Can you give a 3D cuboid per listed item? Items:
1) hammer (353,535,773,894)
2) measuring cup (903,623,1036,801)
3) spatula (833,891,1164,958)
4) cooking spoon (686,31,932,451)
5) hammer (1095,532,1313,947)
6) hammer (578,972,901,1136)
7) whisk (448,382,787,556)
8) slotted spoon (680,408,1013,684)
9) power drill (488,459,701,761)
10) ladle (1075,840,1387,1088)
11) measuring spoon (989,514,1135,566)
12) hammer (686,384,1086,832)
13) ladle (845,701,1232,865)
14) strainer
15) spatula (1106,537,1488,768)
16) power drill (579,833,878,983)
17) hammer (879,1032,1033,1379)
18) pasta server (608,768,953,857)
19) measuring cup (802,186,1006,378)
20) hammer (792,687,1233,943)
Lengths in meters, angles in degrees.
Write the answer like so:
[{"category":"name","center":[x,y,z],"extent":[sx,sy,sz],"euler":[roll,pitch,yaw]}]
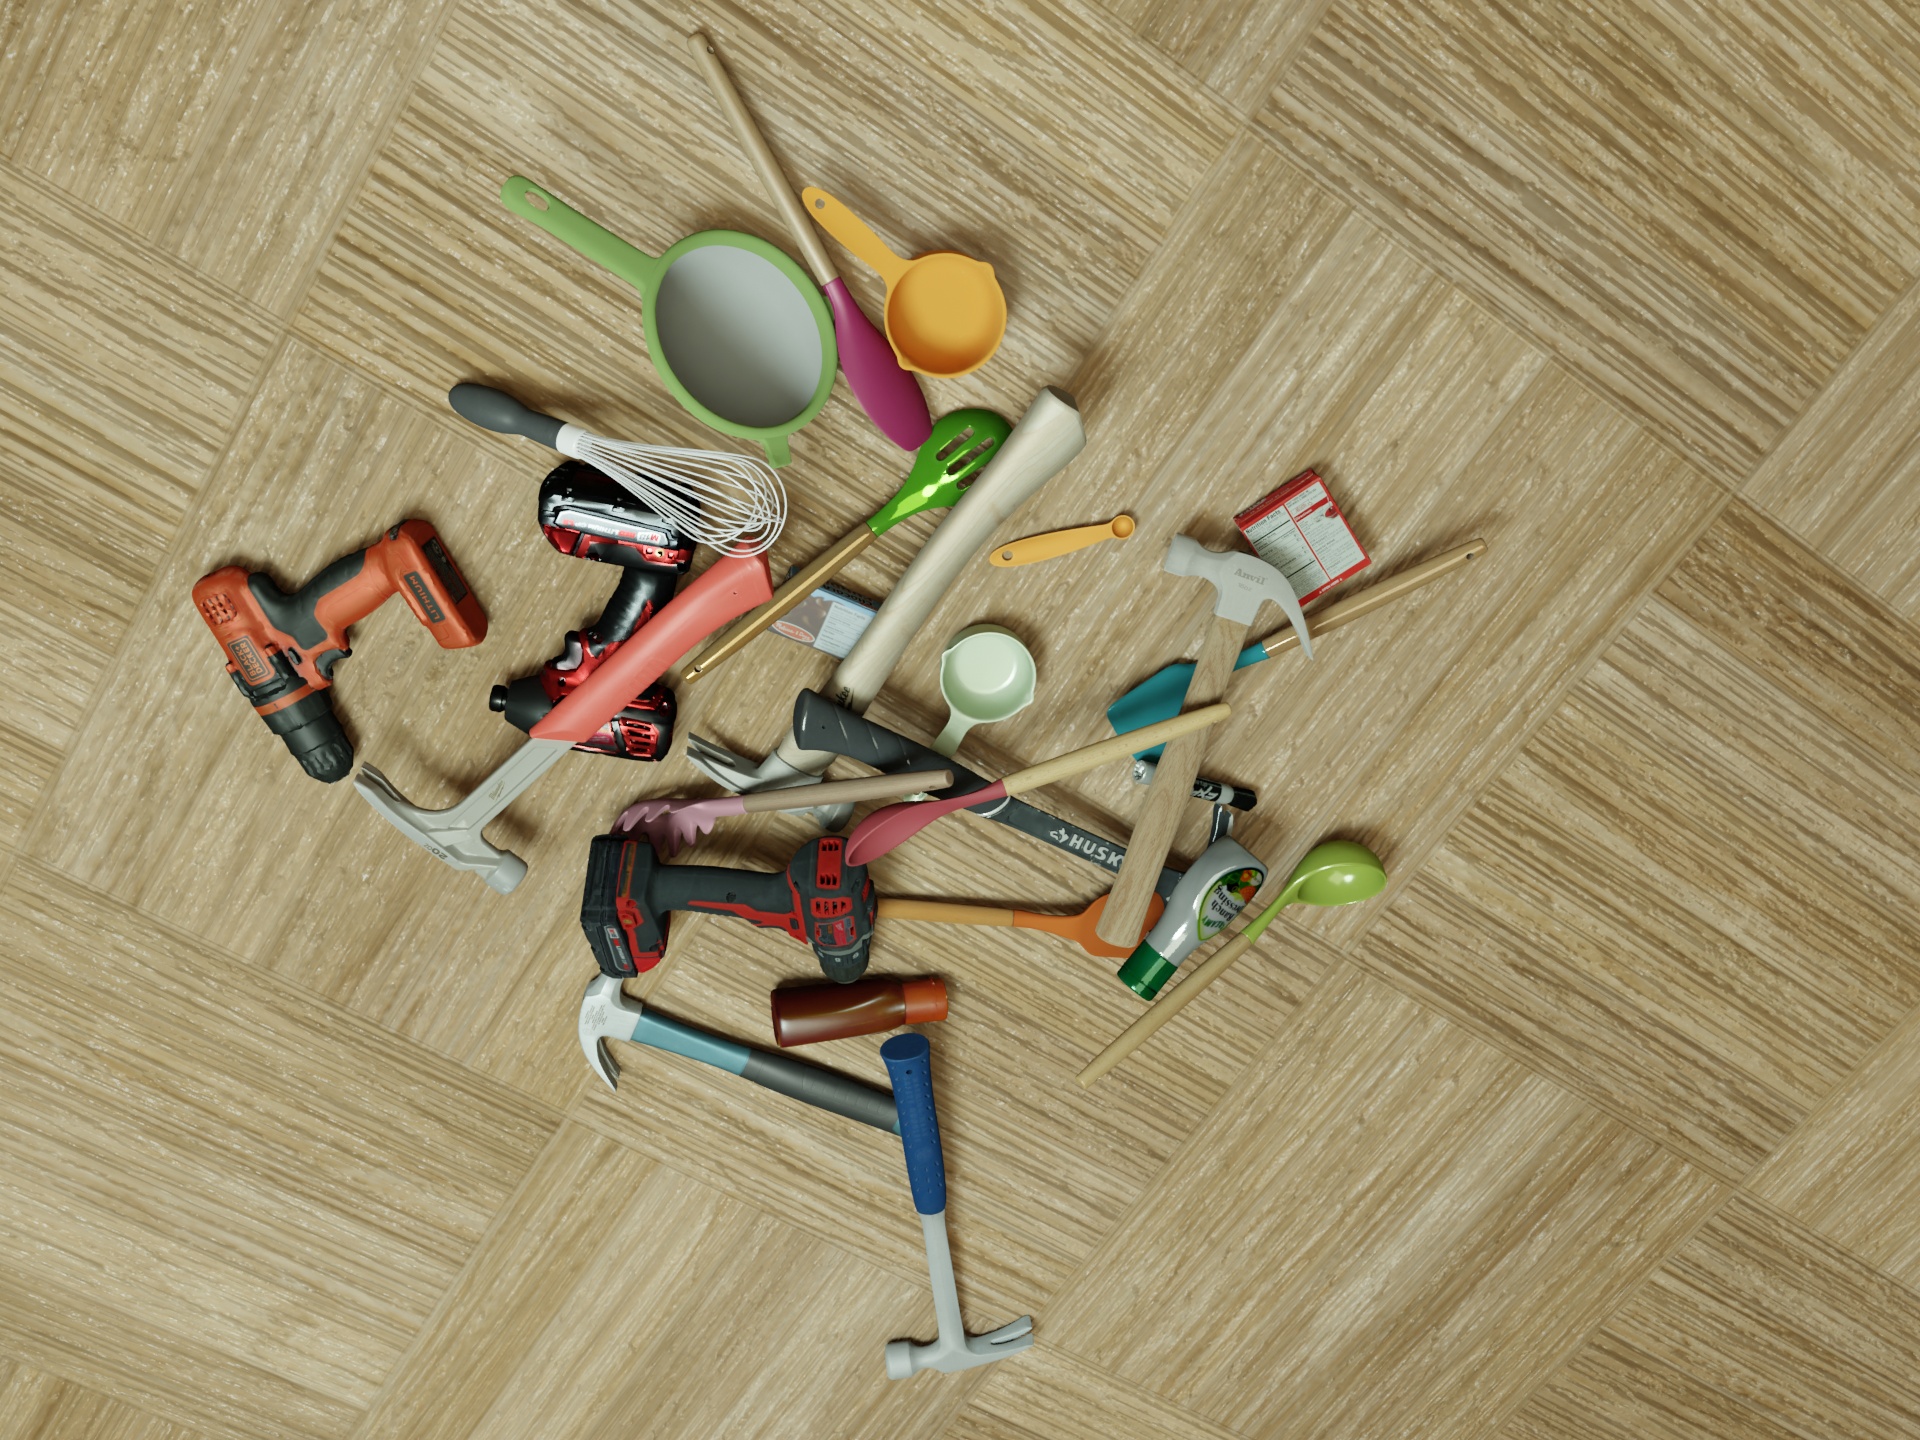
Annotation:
[{"category":"hammer","center":[-0.281,-0.017,1.181],"extent":[0.359,0.037,0.149],"euler":[-40,115,17]},{"category":"measuring cup","center":[-0.002,-0.004,1.280],"extent":[0.083,0.038,0.167],"euler":[27,110,-14]},{"category":"spatula","center":[0.020,0.163,1.359],"extent":[0.322,0.041,0.081],"euler":[5,110,-2]},{"category":"cooking spoon","center":[-0.105,-0.336,1.130],"extent":[0.017,0.069,0.318],"euler":[-16,112,42]},{"category":"hammer","center":[0.178,0.028,1.252],"extent":[0.130,0.031,0.331],"euler":[18,105,2]},{"category":"hammer","center":[-0.176,0.303,1.395],"extent":[0.331,0.033,0.128],"euler":[23,108,-13]},{"category":"whisk","center":[-0.247,-0.189,1.128],"extent":[0.285,0.070,0.070],"euler":[23,111,16]},{"category":"slotted spoon","center":[-0.086,-0.127,1.202],"extent":[0.314,0.031,0.070],"euler":[-38,99,3]},{"category":"power drill","center":[-0.278,-0.077,1.210],"extent":[0.143,0.079,0.219],"euler":[10,114,-9]},{"category":"ladle","center":[0.224,0.204,1.307],"extent":[0.320,0.062,0.078],"euler":[-37,152,-17]},{"category":"measuring spoon","center":[0.079,-0.141,1.245],"extent":[0.117,0.011,0.021],"euler":[-14,114,5]},{"category":"hammer","center":[-0.050,-0.085,1.195],"extent":[0.146,0.038,0.410],"euler":[26,118,-23]},{"category":"ladle","center":[0.058,0.043,1.208],"extent":[0.315,0.069,0.031],"euler":[-19,71,-3]},{"category":"strainer","center":[-0.208,-0.286,1.102],"extent":[0.256,0.069,0.152],"euler":[29,66,-27]},{"category":"spatula","center":[0.268,-0.060,1.256],"extent":[0.317,0.044,0.082],"euler":[-27,123,18]},{"category":"power drill","center":[-0.179,0.161,1.294],"extent":[0.226,0.080,0.187],"euler":[-1,145,0]},{"category":"hammer","center":[-0.020,0.448,1.442],"extent":[0.144,0.035,0.405],"euler":[-8,120,-2]},{"category":"pasta server","center":[-0.144,0.069,1.232],"extent":[0.316,0.040,0.060],"euler":[-9,150,30]},{"category":"measuring cup","center":[-0.044,-0.321,1.138],"extent":[0.173,0.052,0.095],"euler":[39,105,-16]},{"category":"hammer","center":[0.046,0.070,1.269],"extent":[0.408,0.036,0.149],"euler":[26,97,-24]}]
